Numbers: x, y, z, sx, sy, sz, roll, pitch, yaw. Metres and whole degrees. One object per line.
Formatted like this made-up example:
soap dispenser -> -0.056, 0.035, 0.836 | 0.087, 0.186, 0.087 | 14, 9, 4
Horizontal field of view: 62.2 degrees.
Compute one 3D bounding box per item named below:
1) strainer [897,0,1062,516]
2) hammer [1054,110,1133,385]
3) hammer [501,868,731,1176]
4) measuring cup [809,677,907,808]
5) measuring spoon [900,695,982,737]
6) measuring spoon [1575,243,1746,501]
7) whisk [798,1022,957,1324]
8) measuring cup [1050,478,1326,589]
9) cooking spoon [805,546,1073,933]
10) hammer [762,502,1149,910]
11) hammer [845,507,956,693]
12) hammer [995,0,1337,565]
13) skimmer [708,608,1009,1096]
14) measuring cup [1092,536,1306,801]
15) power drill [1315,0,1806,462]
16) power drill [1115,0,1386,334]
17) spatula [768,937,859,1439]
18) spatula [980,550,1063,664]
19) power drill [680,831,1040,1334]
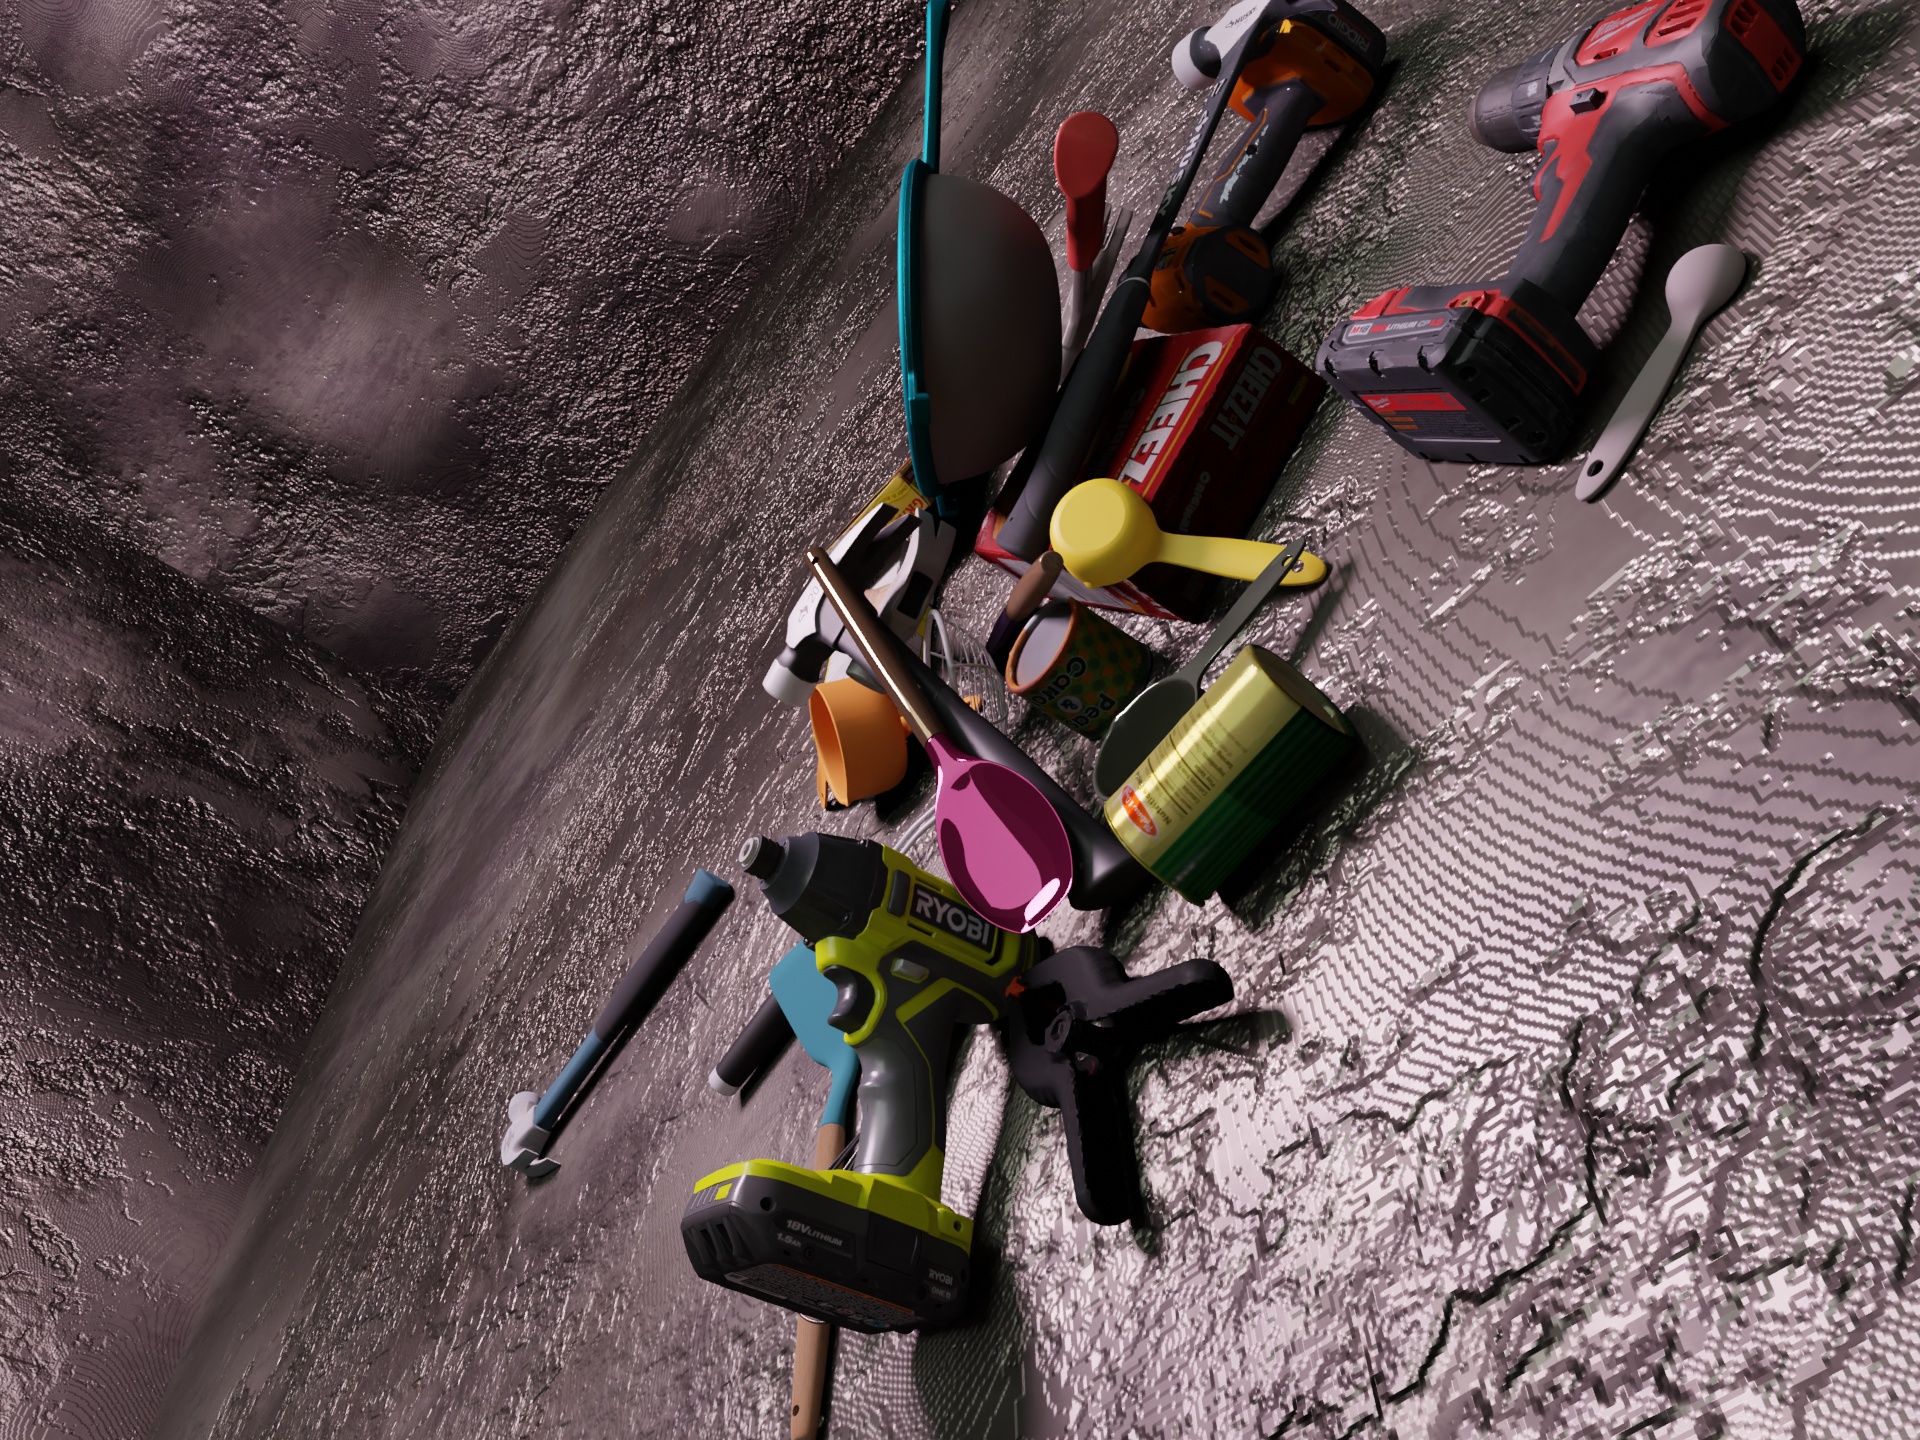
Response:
strainer -> 0.018, -0.312, 1.030 | 0.211, 0.095, 0.340 | 65, -154, -78
hammer -> 0.089, -0.343, 1.097 | 0.359, 0.037, 0.149 | 20, -92, -86
hammer -> -0.299, 0.258, 1.367 | 0.331, 0.033, 0.128 | -53, 22, 13
measuring cup -> -0.077, 0.027, 1.175 | 0.173, 0.052, 0.095 | 110, 143, -67
measuring spoon -> -0.018, -0.004, 1.138 | 0.117, 0.011, 0.021 | -17, 46, 59
measuring spoon -> 0.289, -0.149, 0.670 | 0.124, 0.018, 0.034 | -60, 22, -1
whisk -> -0.035, 0.208, 0.864 | 0.055, 0.055, 0.239 | -24, 36, 54
measuring cup -> 0.117, -0.095, 0.844 | 0.157, 0.029, 0.062 | 14, 79, 32
cooking spoon -> -0.023, -0.004, 0.895 | 0.068, 0.017, 0.319 | -45, 49, 13
hammer -> -0.001, -0.003, 0.911 | 0.335, 0.035, 0.146 | 44, 109, 44
hammer -> -0.077, -0.084, 1.179 | 0.130, 0.031, 0.331 | -63, 16, -7
hammer -> 0.115, -0.277, 0.974 | 0.149, 0.036, 0.409 | -2, 62, 65
skimmer -> -0.083, 0.096, 1.043 | 0.363, 0.090, 0.127 | -53, 23, 13
measuring cup -> 0.134, -0.018, 0.811 | 0.167, 0.038, 0.083 | -52, 20, 0
power drill -> 0.268, -0.239, 0.759 | 0.227, 0.080, 0.188 | -57, 22, -2
power drill -> 0.185, -0.372, 1.097 | 0.226, 0.084, 0.164 | -64, 22, -3
spatula -> -0.085, 0.253, 0.909 | 0.082, 0.044, 0.318 | -41, 29, 29
spatula -> 0.036, -0.070, 0.976 | 0.060, 0.018, 0.316 | -60, 1, -6
power drill -> -0.052, 0.170, 0.785 | 0.080, 0.171, 0.223 | -35, 36, 45
